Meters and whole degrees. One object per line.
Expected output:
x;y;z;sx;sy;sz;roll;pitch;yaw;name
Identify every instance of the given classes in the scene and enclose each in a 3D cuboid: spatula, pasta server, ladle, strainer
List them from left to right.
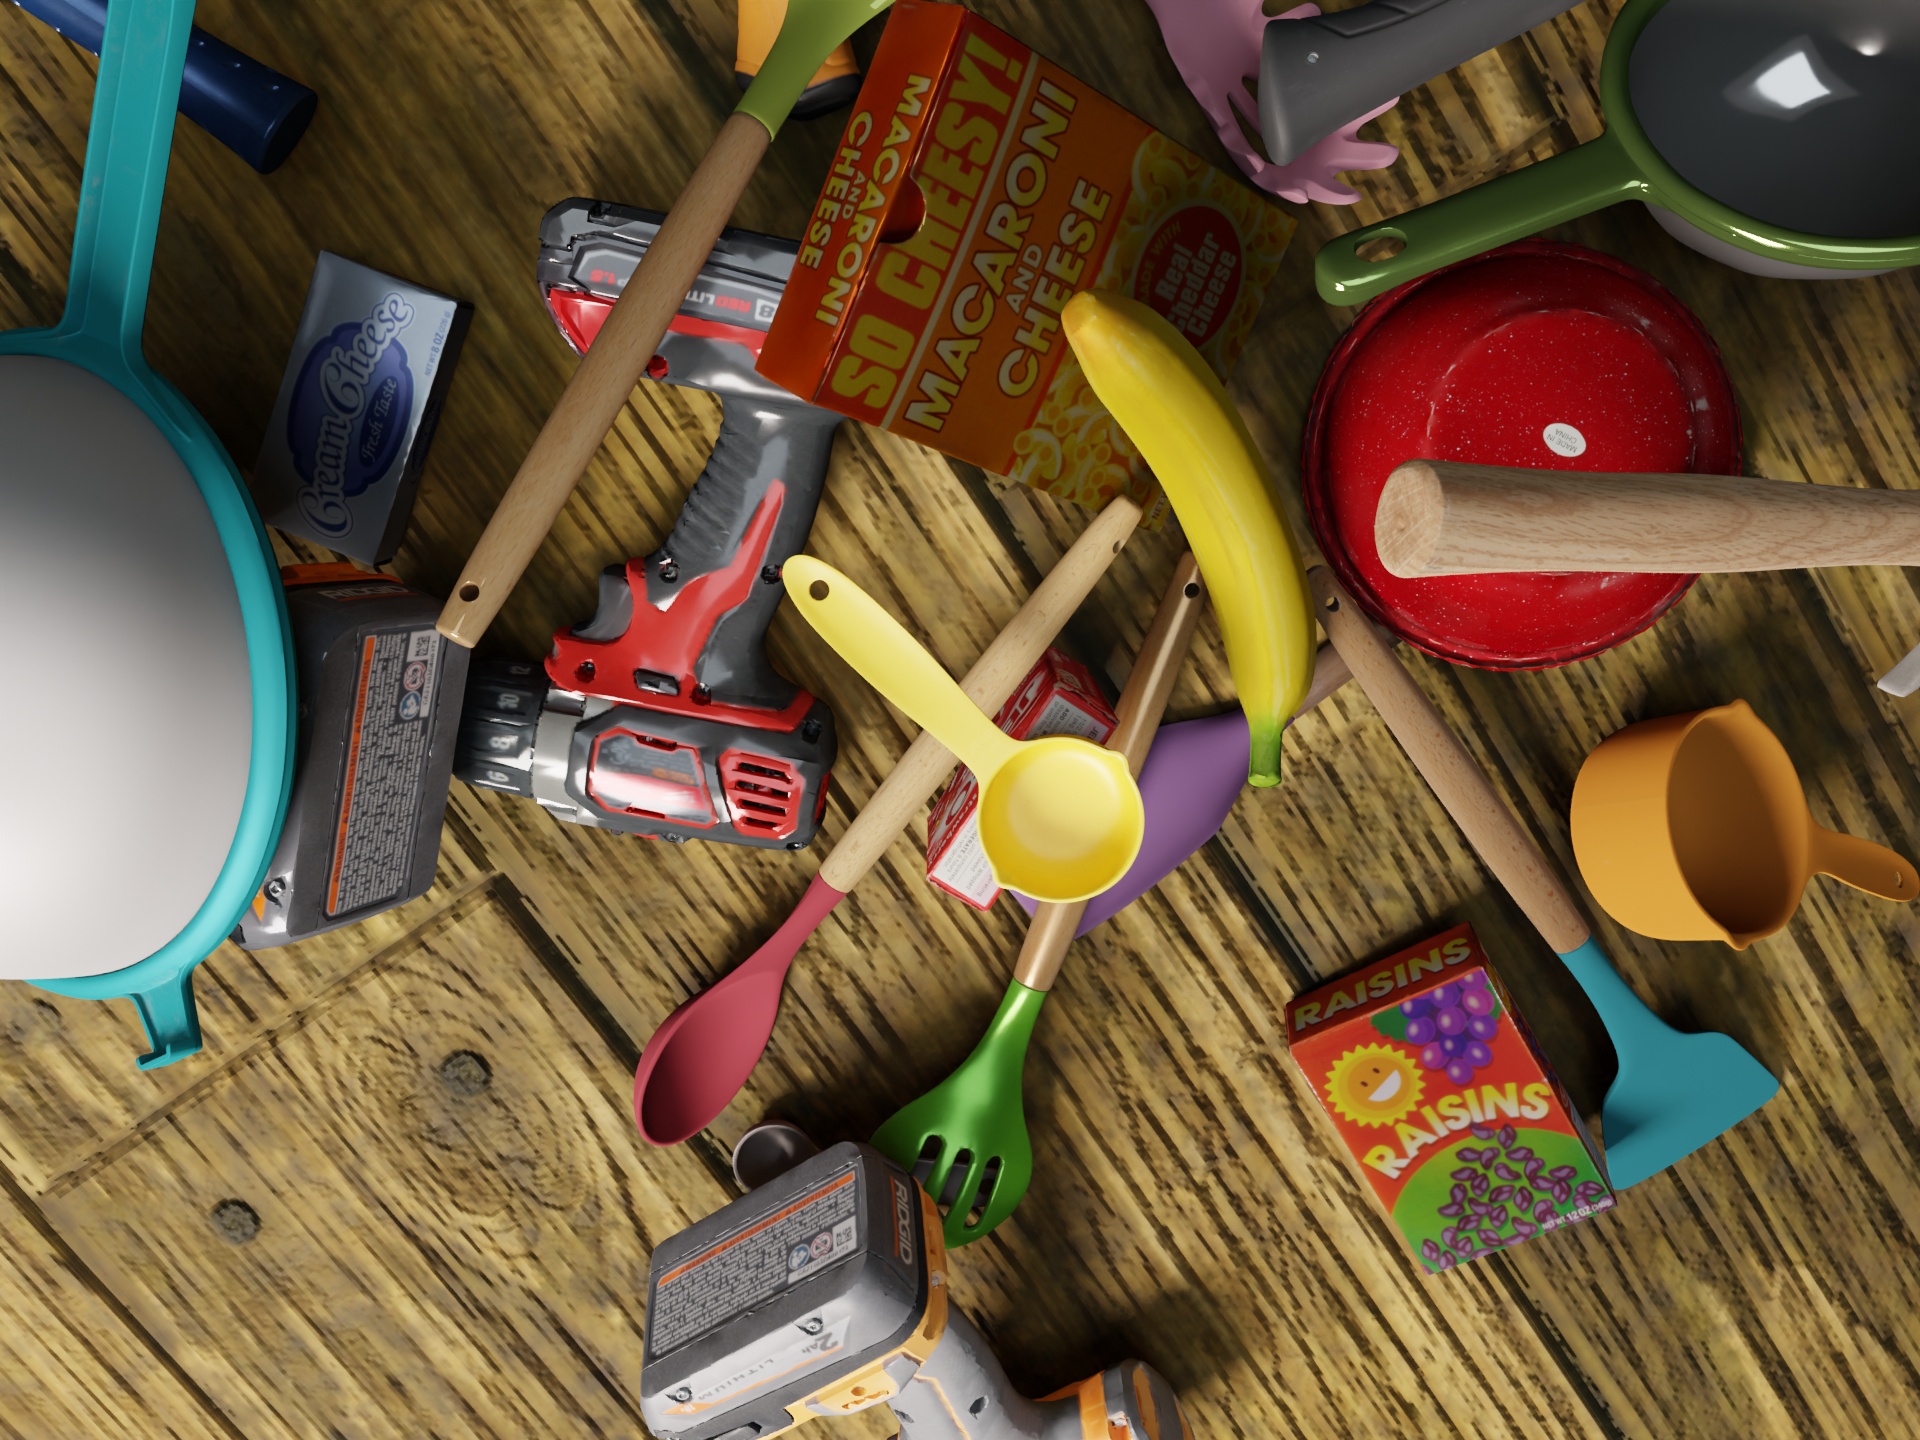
-0.283;-0.069;0.447;0.211;0.095;0.340;26;108;22;strainer
-0.079;-0.167;0.485;0.078;0.062;0.320;25;79;9;ladle
-0.033;0.042;0.602;0.031;0.069;0.315;46;108;26;ladle
0.032;-0.296;0.529;0.316;0.040;0.060;44;82;-17;pasta server
0.146;-0.024;0.623;0.316;0.018;0.059;-38;98;8;spatula
0.225;0.066;0.635;0.082;0.044;0.317;-36;101;8;spatula
0.244;-0.181;0.548;0.256;0.069;0.152;-20;65;2;strainer

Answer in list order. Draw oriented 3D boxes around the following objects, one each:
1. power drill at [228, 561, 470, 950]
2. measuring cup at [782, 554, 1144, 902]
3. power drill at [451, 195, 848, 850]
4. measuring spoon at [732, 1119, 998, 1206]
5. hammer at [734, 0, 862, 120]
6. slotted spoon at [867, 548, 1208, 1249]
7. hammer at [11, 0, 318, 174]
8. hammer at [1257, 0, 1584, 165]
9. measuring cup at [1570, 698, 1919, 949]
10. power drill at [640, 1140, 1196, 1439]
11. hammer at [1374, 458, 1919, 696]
-0.291;0.000;0.556;0.226;0.084;0.164;18;104;20;power drill
-0.001;-0.002;0.550;0.156;0.029;0.062;44;98;2;measuring cup
-0.125;-0.068;0.577;0.188;0.080;0.226;11;106;-4;power drill
-0.035;0.189;0.673;0.124;0.018;0.034;11;104;-11;measuring spoon
-0.094;-0.373;0.524;0.127;0.034;0.336;-18;103;4;hammer
0.035;0.080;0.628;0.070;0.031;0.313;19;101;-10;slotted spoon
-0.399;-0.308;0.501;0.405;0.144;0.035;32;103;-18;hammer
0.248;-0.270;0.520;0.335;0.035;0.146;-27;78;1;hammer
0.312;0.051;0.632;0.173;0.052;0.095;16;74;-30;measuring cup
-0.033;0.285;0.643;0.185;0.084;0.226;-32;121;15;power drill
0.277;-0.064;0.545;0.331;0.031;0.130;-3;108;-26;hammer
